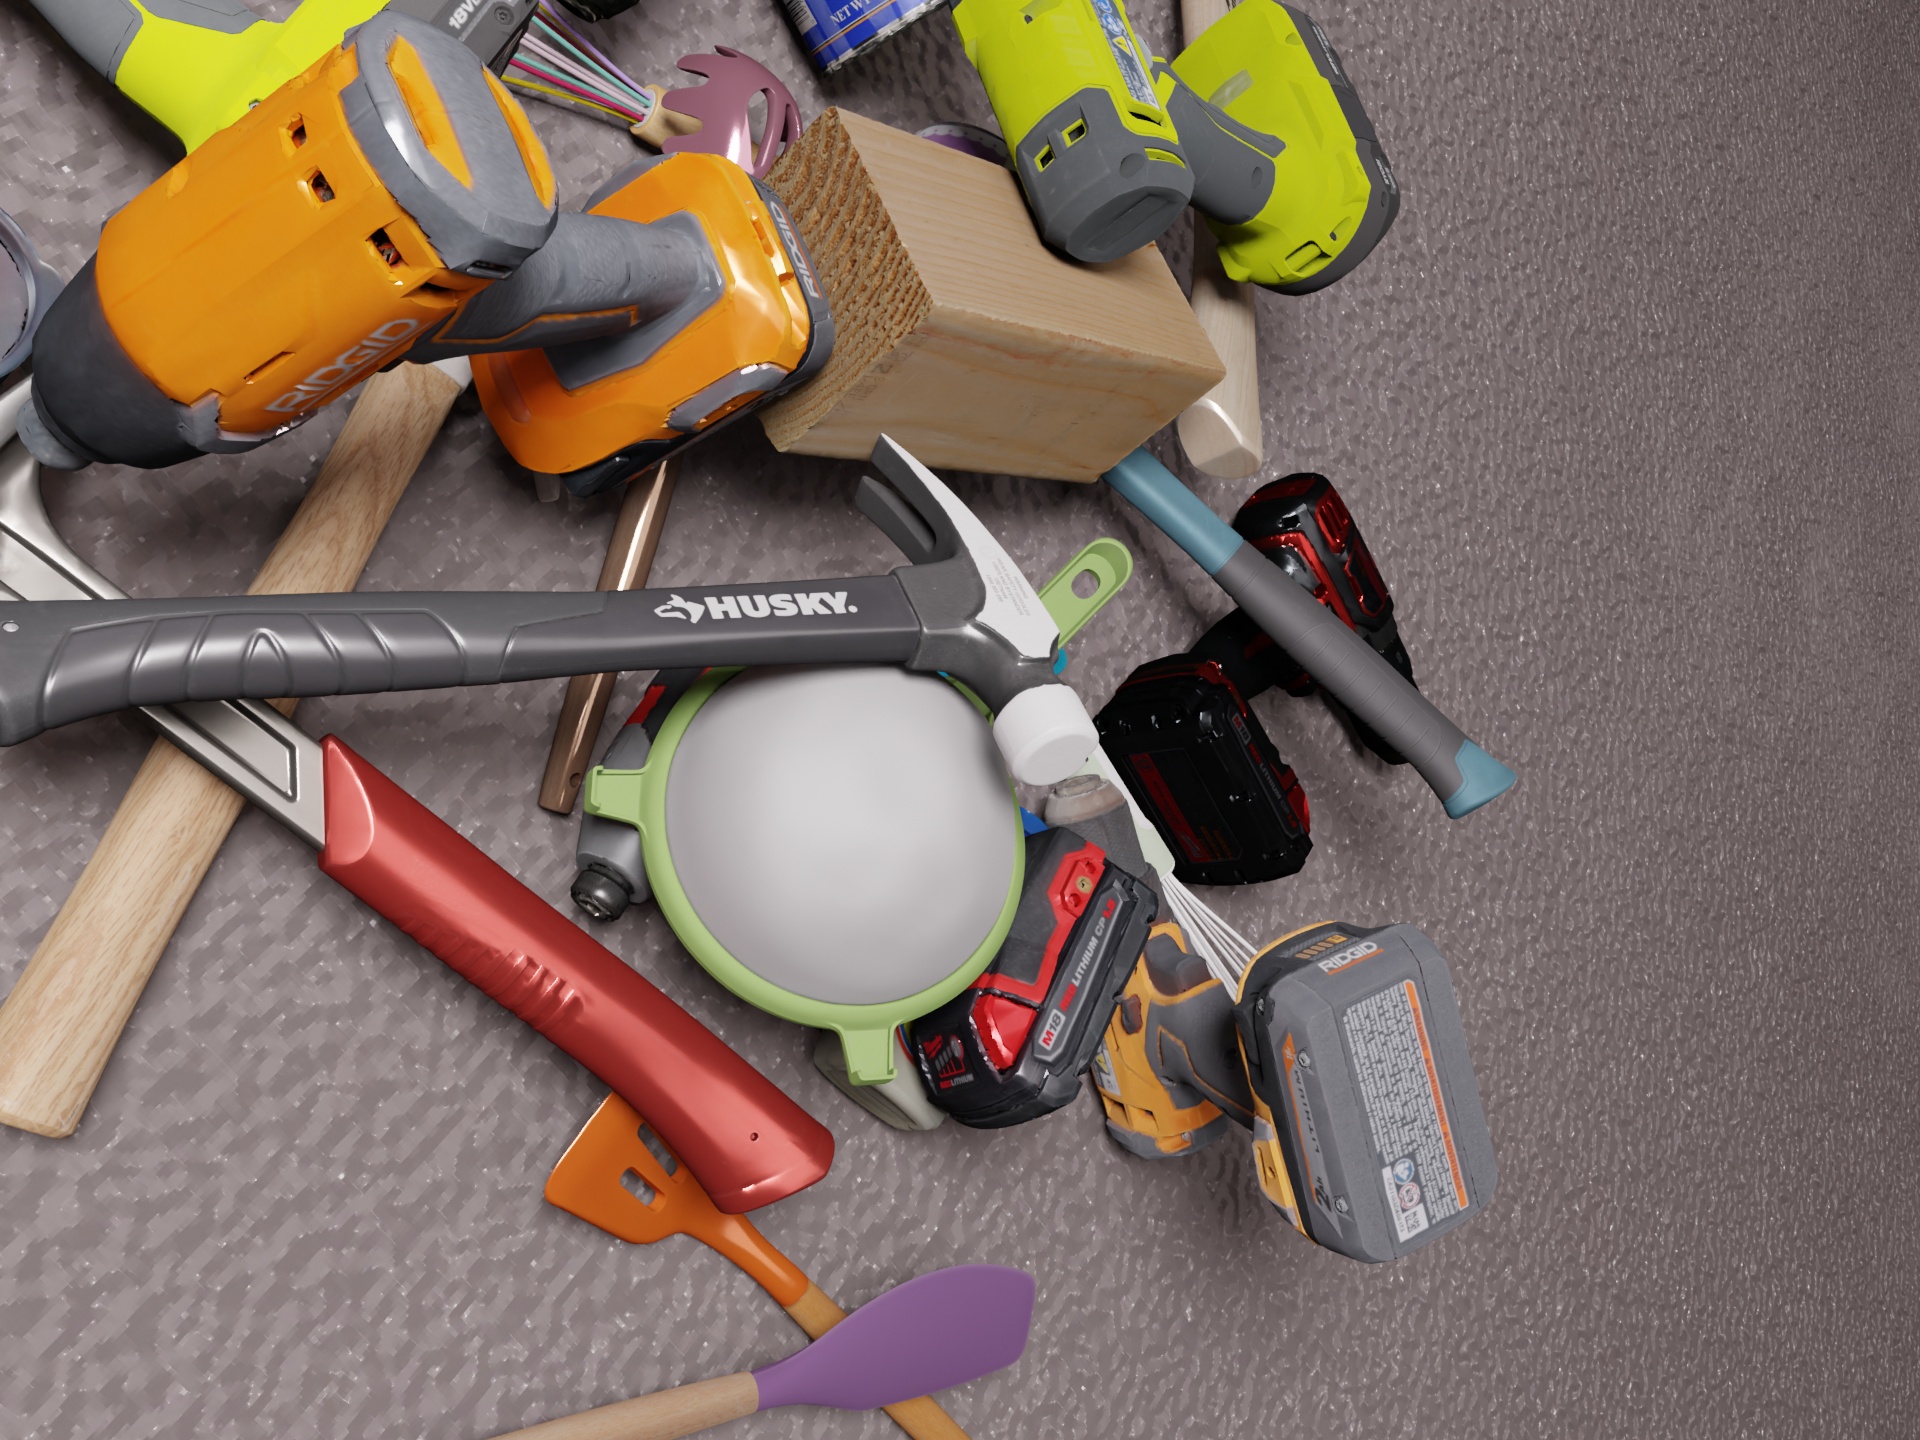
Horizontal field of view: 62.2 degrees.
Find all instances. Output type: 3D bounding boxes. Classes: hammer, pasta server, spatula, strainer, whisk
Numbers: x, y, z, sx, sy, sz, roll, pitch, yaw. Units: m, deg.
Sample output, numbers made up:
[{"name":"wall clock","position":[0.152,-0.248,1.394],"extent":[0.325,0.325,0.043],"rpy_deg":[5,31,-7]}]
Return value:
[{"name":"hammer","position":[-0.227,-0.025,0.531],"extent":[0.130,0.031,0.331],"rpy_deg":[35,63,-33]},{"name":"hammer","position":[0.145,-0.308,0.854],"extent":[0.146,0.038,0.411],"rpy_deg":[23,59,-39]},{"name":"pasta server","position":[-0.118,-0.118,0.624],"extent":[0.060,0.040,0.316],"rpy_deg":[22,80,-47]},{"name":"spatula","position":[-0.100,0.253,0.588],"extent":[0.315,0.018,0.059],"rpy_deg":[-2,107,-34]},{"name":"strainer","position":[-0.001,-0.002,0.592],"extent":[0.151,0.069,0.256],"rpy_deg":[46,59,-2]},{"name":"hammer","position":[-0.125,-0.031,0.495],"extent":[0.334,0.035,0.146],"rpy_deg":[-5,51,-29]},{"name":"whisk","position":[-0.142,-0.257,0.632],"extent":[0.244,0.051,0.047],"rpy_deg":[17,67,-43]},{"name":"hammer","position":[-0.171,0.042,0.518],"extent":[0.358,0.037,0.149],"rpy_deg":[44,60,-23]},{"name":"spatula","position":[-0.049,0.249,0.648],"extent":[0.081,0.041,0.322],"rpy_deg":[-51,118,-28]},{"name":"whisk","position":[0.103,0.083,0.805],"extent":[0.246,0.059,0.058],"rpy_deg":[57,14,-16]},{"name":"hammer","position":[0.141,-0.070,0.781],"extent":[0.331,0.033,0.128],"rpy_deg":[42,52,-1]}]

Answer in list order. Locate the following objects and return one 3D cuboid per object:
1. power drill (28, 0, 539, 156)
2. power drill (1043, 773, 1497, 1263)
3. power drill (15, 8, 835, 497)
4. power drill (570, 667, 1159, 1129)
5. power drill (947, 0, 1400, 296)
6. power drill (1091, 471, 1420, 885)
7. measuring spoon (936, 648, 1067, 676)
[{"name":"power drill","position":[-0.248,-0.262,0.481],"extent":[0.228,0.080,0.191],"rpy_deg":[36,71,-21]},{"name":"power drill","position":[0.113,0.118,0.691],"extent":[0.084,0.226,0.185],"rpy_deg":[-19,99,-23]},{"name":"power drill","position":[-0.150,-0.117,0.473],"extent":[0.084,0.164,0.226],"rpy_deg":[66,22,1]},{"name":"power drill","position":[-0.041,0.062,0.630],"extent":[0.219,0.078,0.143],"rpy_deg":[37,59,-12]},{"name":"power drill","position":[0.089,-0.271,0.685],"extent":[0.223,0.080,0.171],"rpy_deg":[-4,70,-49]},{"name":"power drill","position":[0.181,-0.006,0.870],"extent":[0.227,0.080,0.187],"rpy_deg":[-49,117,-38]},{"name":"measuring spoon","position":[0.007,-0.026,0.757],"extent":[0.128,0.021,0.042],"rpy_deg":[-6,88,-52]}]
